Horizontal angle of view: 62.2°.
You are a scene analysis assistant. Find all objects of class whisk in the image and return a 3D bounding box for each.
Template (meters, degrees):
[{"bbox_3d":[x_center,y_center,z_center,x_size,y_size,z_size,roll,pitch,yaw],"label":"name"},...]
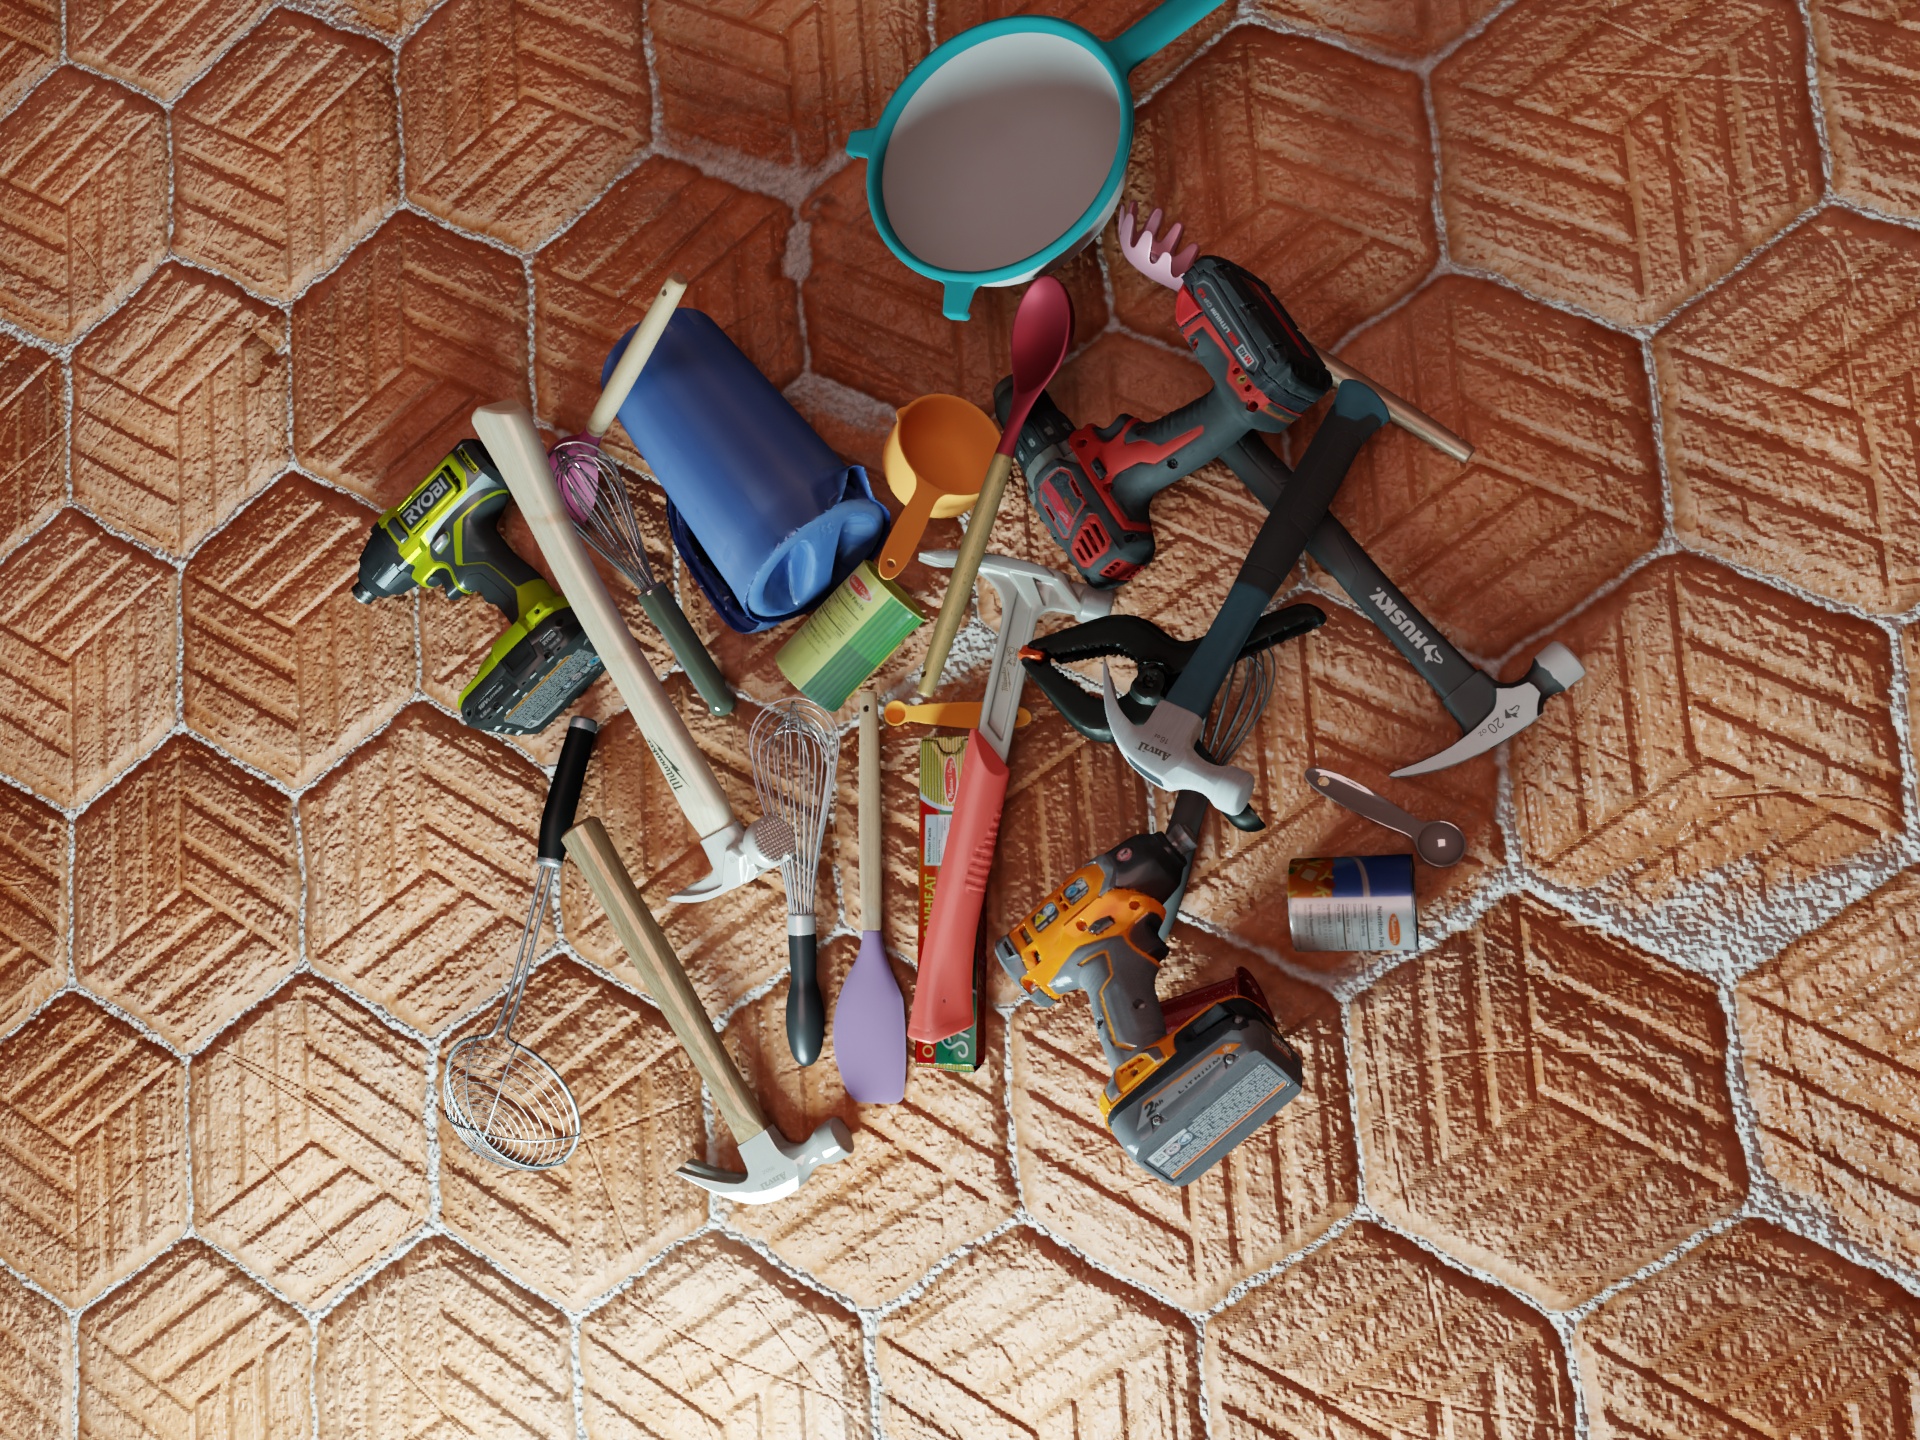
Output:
[{"bbox_3d":[0.173,0.052,1.151,0.055,0.055,0.239,18,95,17],"label":"whisk"},{"bbox_3d":[-0.249,-0.109,1.253,0.059,0.058,0.246,-31,101,-1],"label":"whisk"},{"bbox_3d":[-0.122,0.124,1.226,0.070,0.070,0.284,-3,90,16],"label":"whisk"}]

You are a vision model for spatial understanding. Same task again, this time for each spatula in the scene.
[{"bbox_3d":[-0.071,0.135,1.223,0.060,0.018,0.316,-1,88,17],"label":"spatula"}]

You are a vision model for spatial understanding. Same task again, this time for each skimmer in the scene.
[{"bbox_3d":[-0.335,0.180,1.297,0.127,0.090,0.363,6,77,21],"label":"skimmer"}]

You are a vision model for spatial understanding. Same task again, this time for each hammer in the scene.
[{"bbox_3d":[-0.268,-0.053,1.217,0.146,0.038,0.410,-29,90,46],"label":"hammer"},{"bbox_3d":[0.005,0.056,1.170,0.149,0.036,0.359,13,84,0],"label":"hammer"},{"bbox_3d":[0.207,-0.098,1.087,0.128,0.033,0.331,24,72,26],"label":"hammer"},{"bbox_3d":[0.273,-0.109,1.139,0.146,0.035,0.335,-42,75,8],"label":"hammer"},{"bbox_3d":[-0.220,0.224,1.242,0.130,0.031,0.331,-34,82,13],"label":"hammer"}]

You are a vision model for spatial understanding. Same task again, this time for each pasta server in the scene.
[{"bbox_3d":[0.241,-0.284,1.163,0.316,0.060,0.040,36,125,14],"label":"pasta server"}]

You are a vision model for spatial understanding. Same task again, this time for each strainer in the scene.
[{"bbox_3d":[0.093,-0.446,1.186,0.340,0.095,0.211,-34,67,13],"label":"strainer"}]

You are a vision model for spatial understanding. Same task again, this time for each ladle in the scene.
[{"bbox_3d":[0.023,-0.168,1.153,0.069,0.031,0.315,18,89,55],"label":"ladle"}]

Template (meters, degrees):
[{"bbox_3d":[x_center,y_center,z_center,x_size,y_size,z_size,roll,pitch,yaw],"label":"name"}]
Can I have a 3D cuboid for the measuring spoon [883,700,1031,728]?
[{"bbox_3d":[-0.002,-0.004,1.226,0.117,0.011,0.021,2,85,13],"label":"measuring spoon"}]

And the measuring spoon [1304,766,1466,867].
[{"bbox_3d":[0.299,0.068,1.127,0.124,0.018,0.034,31,73,23],"label":"measuring spoon"}]

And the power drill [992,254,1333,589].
[{"bbox_3d":[0.131,-0.229,1.149,0.226,0.080,0.188,-41,64,28],"label":"power drill"}]

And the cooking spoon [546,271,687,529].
[{"bbox_3d":[-0.274,-0.239,1.227,0.069,0.017,0.319,59,140,9],"label":"cooking spoon"}]

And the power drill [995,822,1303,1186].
[{"bbox_3d":[0.130,0.174,1.061,0.164,0.084,0.227,-42,40,7],"label":"power drill"}]

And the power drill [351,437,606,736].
[{"bbox_3d":[-0.402,-0.101,1.321,0.171,0.080,0.223,-43,71,9],"label":"power drill"}]

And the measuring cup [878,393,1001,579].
[{"bbox_3d":[-0.031,-0.163,1.188,0.095,0.052,0.174,30,62,-10],"label":"measuring cup"}]
